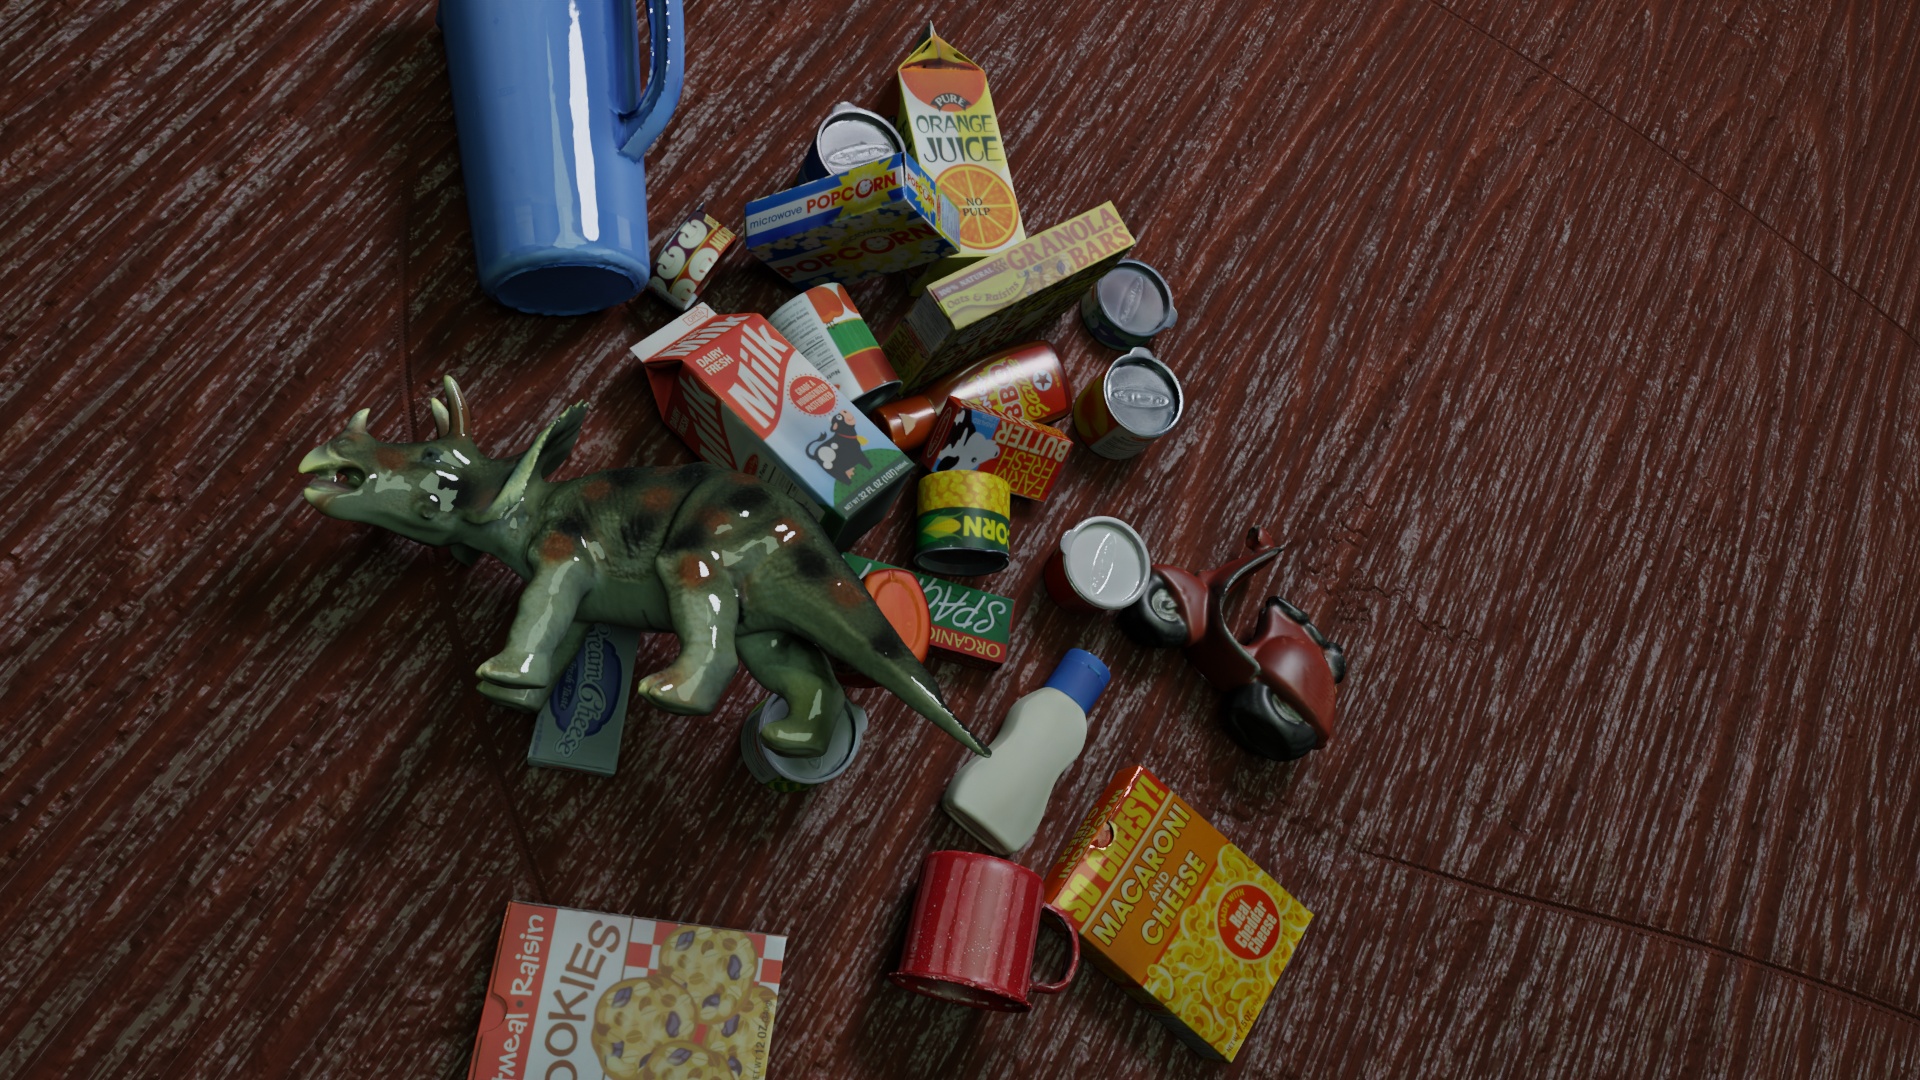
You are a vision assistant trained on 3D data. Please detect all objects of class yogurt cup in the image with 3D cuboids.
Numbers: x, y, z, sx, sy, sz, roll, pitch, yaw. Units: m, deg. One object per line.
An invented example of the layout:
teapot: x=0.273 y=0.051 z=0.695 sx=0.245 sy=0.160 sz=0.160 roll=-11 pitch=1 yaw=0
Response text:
yogurt cup: x=0.095 y=0.022 z=1.002 sx=0.072 sy=0.053 sz=0.072 roll=6 pitch=73 yaw=-19

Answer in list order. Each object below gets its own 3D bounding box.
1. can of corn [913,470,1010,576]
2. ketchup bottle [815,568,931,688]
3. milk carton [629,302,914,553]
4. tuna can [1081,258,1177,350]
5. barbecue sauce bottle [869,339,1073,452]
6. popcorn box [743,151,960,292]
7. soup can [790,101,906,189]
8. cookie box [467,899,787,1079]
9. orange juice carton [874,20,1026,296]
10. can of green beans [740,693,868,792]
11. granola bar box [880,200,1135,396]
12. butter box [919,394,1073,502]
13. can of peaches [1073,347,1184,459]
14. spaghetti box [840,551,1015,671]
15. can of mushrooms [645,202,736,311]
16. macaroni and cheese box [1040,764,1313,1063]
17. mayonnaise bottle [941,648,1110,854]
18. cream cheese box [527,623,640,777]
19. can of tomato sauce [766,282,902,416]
can of corn: x=0.003 y=-0.012 z=0.968 sx=0.071 sy=0.071 sz=0.058 roll=8 pitch=71 yaw=-19
ketchup bottle: x=-0.062 y=0.065 z=0.876 sx=0.043 sy=0.148 sz=0.065 roll=-1 pitch=75 yaw=-21
milk carton: x=-0.129 y=-0.079 z=0.922 sx=0.190 sy=0.073 sz=0.073 roll=44 pitch=53 yaw=6
tuna can: x=0.132 y=-0.183 z=1.090 sx=0.071 sy=0.032 sz=0.071 roll=6 pitch=72 yaw=-19
barbecue sauce bottle: x=0.007 y=-0.099 z=1.010 sx=0.149 sy=0.043 sz=0.065 roll=-20 pitch=93 yaw=-24
popcorn box: x=-0.074 y=-0.215 z=0.958 sx=0.085 sy=0.126 sz=0.038 roll=31 pitch=52 yaw=-60
soup can: x=-0.083 y=-0.264 z=1.003 sx=0.071 sy=0.083 sz=0.071 roll=6 pitch=72 yaw=-20
cookie box: x=-0.196 y=0.285 z=0.818 sx=0.167 sy=0.040 sz=0.123 roll=13 pitch=70 yaw=-17
orange juice carton: x=-0.015 y=-0.286 z=1.043 sx=0.073 sy=0.071 sz=0.193 roll=-8 pitch=78 yaw=-23
can of green beans: x=-0.103 y=0.126 z=0.892 sx=0.071 sy=0.057 sz=0.071 roll=6 pitch=72 yaw=-19
granola bar box: x=0.031 y=-0.172 z=0.997 sx=0.166 sy=0.124 sz=0.039 roll=-30 pitch=87 yaw=-26
butter box: x=0.026 y=-0.064 z=0.990 sx=0.103 sy=0.024 sz=0.053 roll=14 pitch=110 yaw=-33
can of peaches: x=0.126 y=-0.102 z=1.049 sx=0.071 sy=0.058 sz=0.071 roll=6 pitch=72 yaw=-19
spaghetti box: x=-0.082 y=0.035 z=0.944 sx=0.250 sy=0.028 sz=0.050 roll=16 pitch=69 yaw=-16
can of mushrooms: x=-0.184 y=-0.194 z=0.952 sx=0.033 sy=0.071 sz=0.071 roll=36 pitch=65 yaw=-9
macaroni and cheese box: x=0.147 y=0.256 z=0.959 sx=0.166 sy=0.040 sz=0.124 roll=41 pitch=64 yaw=-5
mayonnaise bottle: x=0.051 y=0.141 z=0.957 sx=0.065 sy=0.041 sz=0.149 roll=42 pitch=63 yaw=-7
cream cheese box: x=-0.235 y=0.092 z=0.870 sx=0.053 sy=0.024 sz=0.104 roll=12 pitch=70 yaw=-18
can of tomato sauce: x=-0.089 y=-0.128 z=0.971 sx=0.071 sy=0.071 sz=0.083 roll=-29 pitch=85 yaw=-26
